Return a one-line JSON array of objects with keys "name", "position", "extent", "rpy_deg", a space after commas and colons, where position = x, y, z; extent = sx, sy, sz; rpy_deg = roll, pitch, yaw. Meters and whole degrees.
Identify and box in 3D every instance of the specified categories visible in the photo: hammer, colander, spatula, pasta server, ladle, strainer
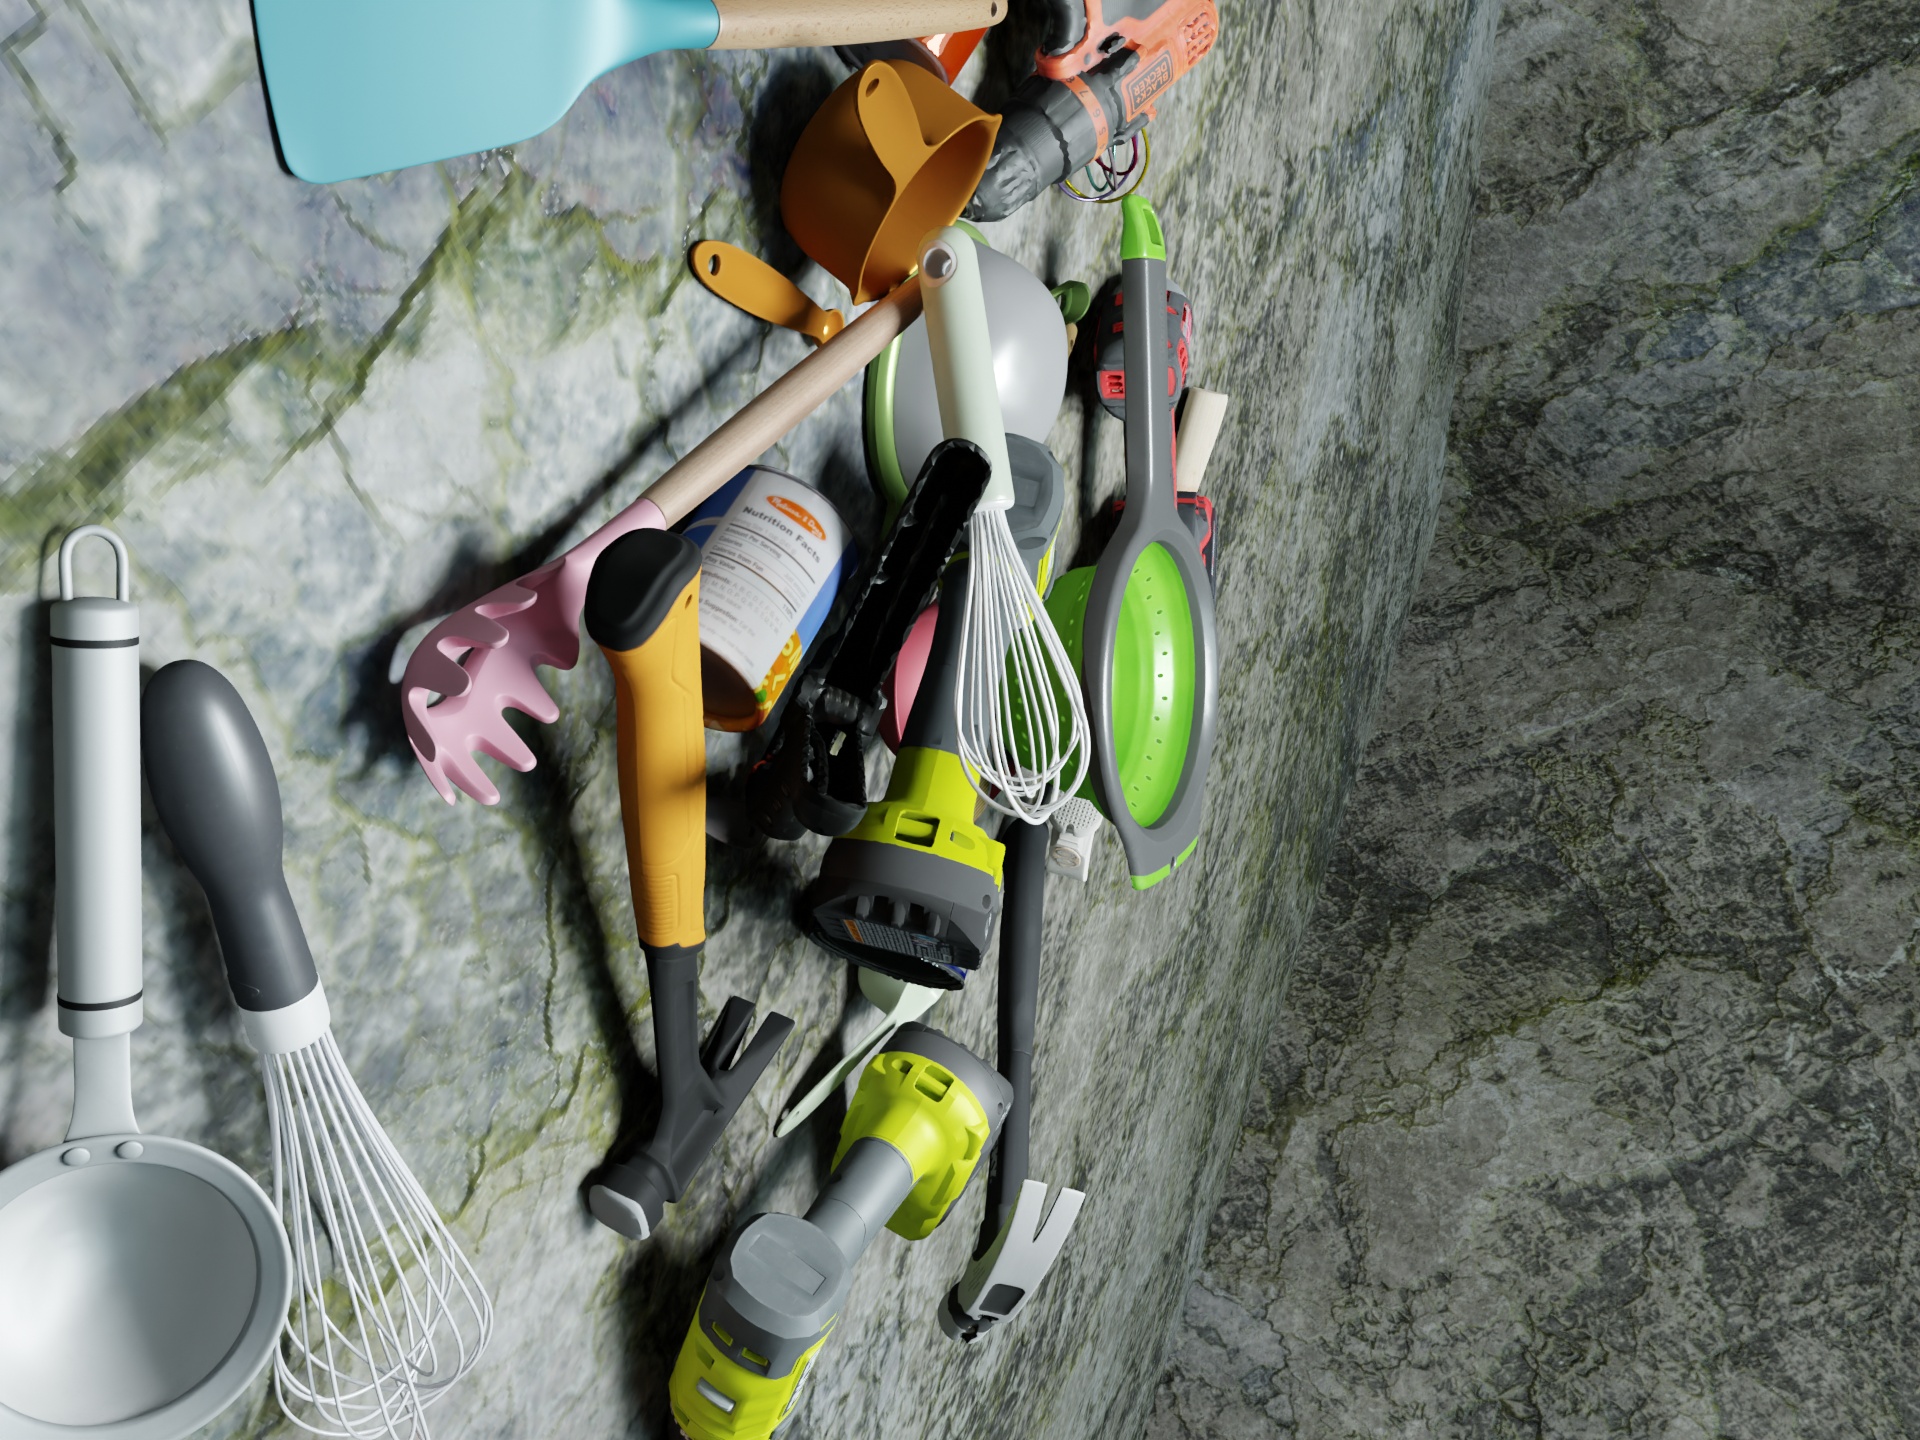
[{"name": "hammer", "position": [0.036, 0.194, 0.980], "extent": [0.146, 0.035, 0.335], "rpy_deg": [118, -16, -45]}, {"name": "colander", "position": [0.079, -0.102, 0.948], "extent": [0.204, 0.094, 0.397], "rpy_deg": [-22, 112, -61]}, {"name": "hammer", "position": [-0.108, 0.064, 0.615], "extent": [0.127, 0.034, 0.336], "rpy_deg": [-55, 159, -43]}, {"name": "spatula", "position": [-0.075, -0.228, 0.510], "extent": [0.317, 0.044, 0.082], "rpy_deg": [-35, 135, -51]}, {"name": "pasta server", "position": [-0.089, -0.086, 0.577], "extent": [0.316, 0.040, 0.060], "rpy_deg": [-49, 157, -36]}, {"name": "ladle", "position": [0.012, -0.112, 0.896], "extent": [0.069, 0.031, 0.316], "rpy_deg": [69, 38, -54]}, {"name": "strainer", "position": [0.037, -0.194, 0.845], "extent": [0.256, 0.069, 0.151], "rpy_deg": [-44, 143, -52]}, {"name": "strainer", "position": [-0.216, 0.080, 0.402], "extent": [0.086, 0.050, 0.258], "rpy_deg": [0, 101, -24]}, {"name": "hammer", "position": [0.137, -0.077, 1.216], "extent": [0.146, 0.038, 0.411], "rpy_deg": [87, 20, -66]}]

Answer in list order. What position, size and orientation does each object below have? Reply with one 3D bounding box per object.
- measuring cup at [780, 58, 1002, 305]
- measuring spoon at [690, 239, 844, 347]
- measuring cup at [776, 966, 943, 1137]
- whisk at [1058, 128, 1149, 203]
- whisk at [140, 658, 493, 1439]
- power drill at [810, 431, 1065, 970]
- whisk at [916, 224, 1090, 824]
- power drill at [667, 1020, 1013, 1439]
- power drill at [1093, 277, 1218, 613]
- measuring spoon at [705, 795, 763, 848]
[{"name": "measuring cup", "position": [-0.037, -0.220, 0.597], "extent": [0.095, 0.052, 0.173], "rpy_deg": [-51, 174, 3]}, {"name": "measuring spoon", "position": [-0.079, -0.172, 0.647], "extent": [0.117, 0.011, 0.021], "rpy_deg": [7, 98, -66]}, {"name": "measuring cup", "position": [-0.056, 0.161, 0.893], "extent": [0.167, 0.038, 0.083], "rpy_deg": [-44, 157, -26]}, {"name": "whisk", "position": [0.062, -0.376, 0.830], "extent": [0.051, 0.047, 0.244], "rpy_deg": [-54, 148, -25]}, {"name": "whisk", "position": [-0.191, 0.111, 0.469], "extent": [0.070, 0.070, 0.284], "rpy_deg": [-47, 141, -52]}, {"name": "power drill", "position": [-0.001, -0.002, 0.752], "extent": [0.171, 0.080, 0.223], "rpy_deg": [89, 14, -75]}, {"name": "whisk", "position": [0.012, -0.079, 0.648], "extent": [0.059, 0.058, 0.246], "rpy_deg": [-10, 91, -62]}, {"name": "power drill", "position": [-0.070, 0.282, 0.830], "extent": [0.228, 0.080, 0.190], "rpy_deg": [-43, 160, -52]}, {"name": "power drill", "position": [0.129, -0.187, 1.070], "extent": [0.143, 0.078, 0.219], "rpy_deg": [-77, 162, -49]}, {"name": "measuring spoon", "position": [-0.111, 0.041, 0.695], "extent": [0.124, 0.018, 0.034], "rpy_deg": [42, 64, -75]}]
